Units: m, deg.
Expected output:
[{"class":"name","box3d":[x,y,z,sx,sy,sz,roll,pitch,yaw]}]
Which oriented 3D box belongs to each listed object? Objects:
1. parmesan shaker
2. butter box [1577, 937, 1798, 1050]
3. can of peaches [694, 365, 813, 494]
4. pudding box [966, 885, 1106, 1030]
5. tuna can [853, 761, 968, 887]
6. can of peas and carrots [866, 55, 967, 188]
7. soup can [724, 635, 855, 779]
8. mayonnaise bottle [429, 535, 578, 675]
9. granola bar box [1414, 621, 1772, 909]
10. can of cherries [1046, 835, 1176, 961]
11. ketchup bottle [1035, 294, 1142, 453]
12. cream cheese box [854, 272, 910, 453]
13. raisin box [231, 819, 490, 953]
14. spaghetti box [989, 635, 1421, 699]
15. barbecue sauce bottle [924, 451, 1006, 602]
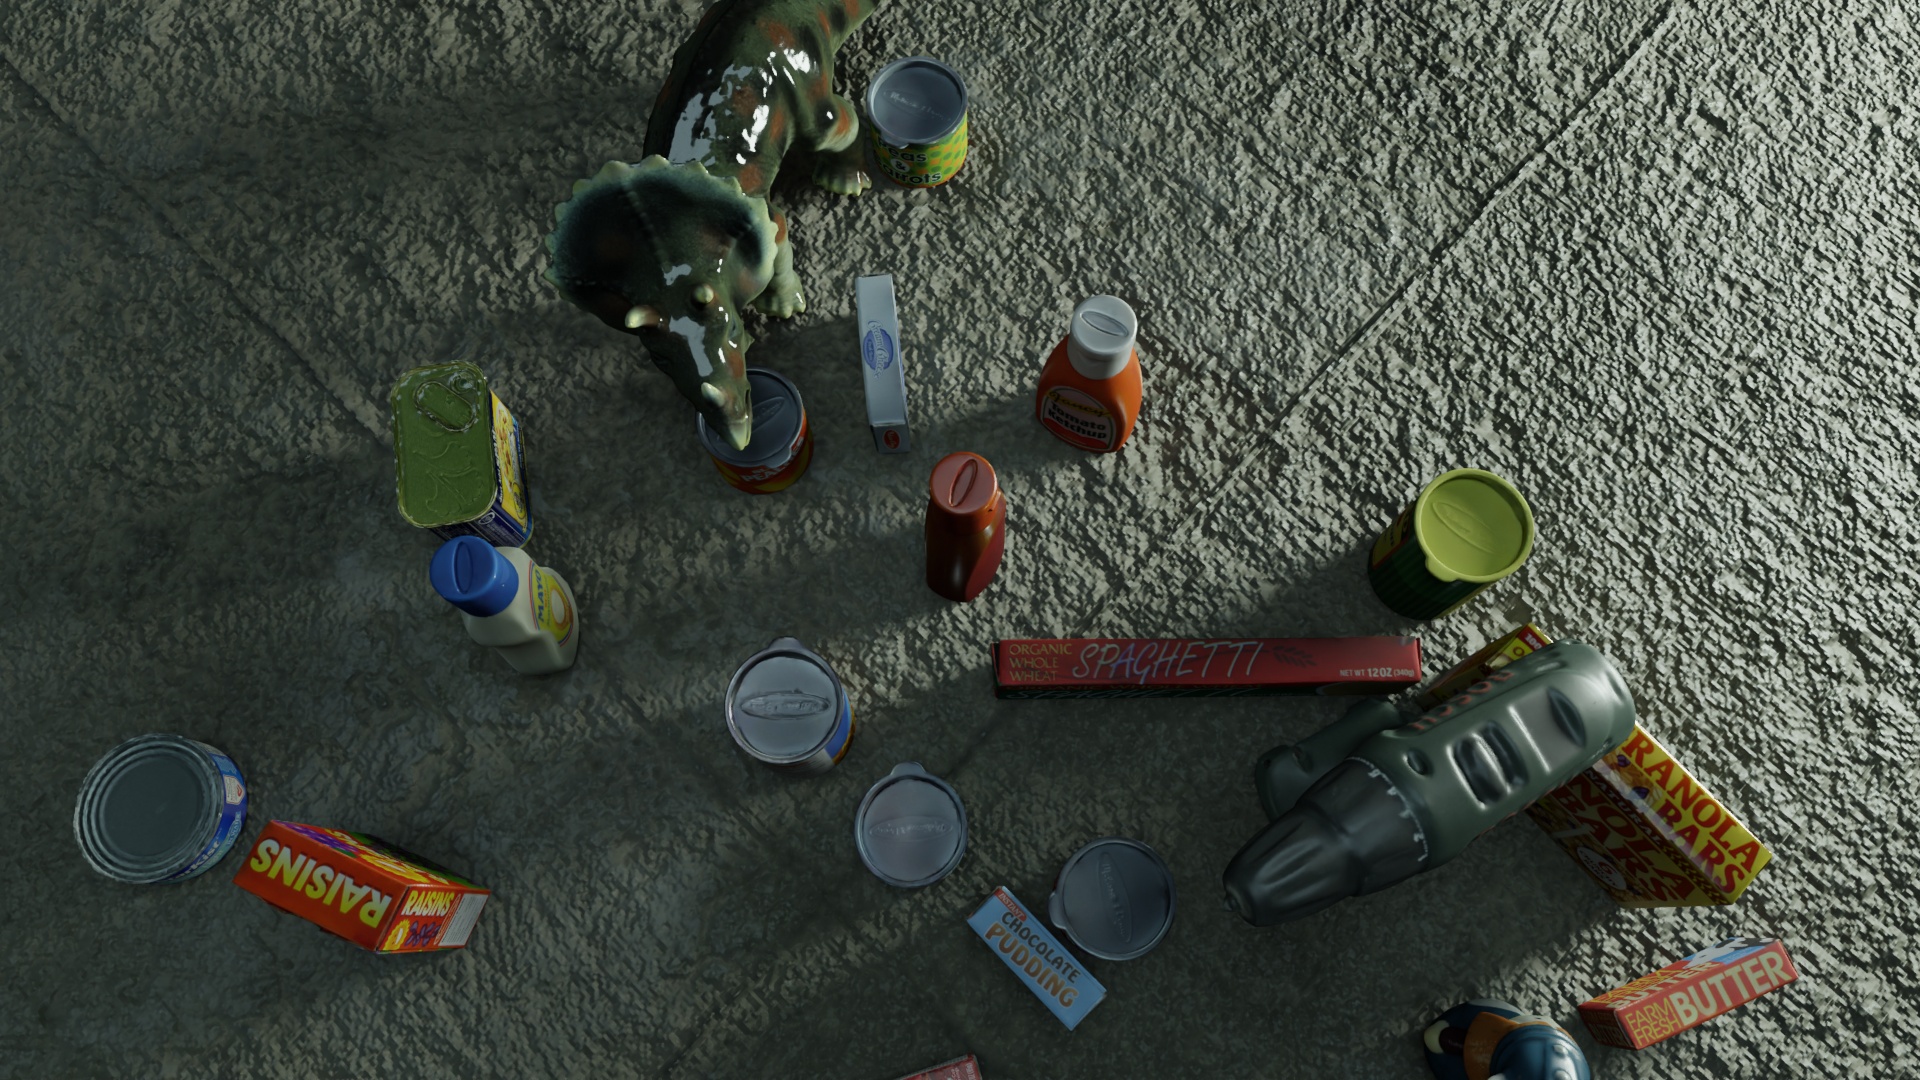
[{"class":"parmesan shaker","box3d":[0.283,0.007,0.817,0.071,0.103,0.071,0,74,1]},{"class":"butter box","box3d":[0.402,0.251,0.771,0.103,0.053,0.024,-21,75,-6]},{"class":"can of peaches","box3d":[-0.126,-0.066,0.866,0.071,0.058,0.071,0,74,0]},{"class":"pudding box","box3d":[0.042,0.233,0.780,0.030,0.049,0.084,-44,78,-11]},{"class":"tuna can","box3d":[-0.028,0.166,0.809,0.071,0.032,0.071,0,74,0]},{"class":"can of peas and carrots","box3d":[-0.029,-0.276,0.926,0.071,0.058,0.071,0,74,1]},{"class":"soup can","box3d":[-0.096,0.098,0.804,0.071,0.083,0.071,0,74,1]},{"class":"mayonnaise bottle","box3d":[-0.257,0.035,0.790,0.041,0.147,0.065,-9,74,-2]},{"class":"granola bar box","box3d":[0.344,0.128,0.771,0.039,0.124,0.166,-41,77,-10]},{"class":"can of cherries","box3d":[0.083,0.203,0.785,0.071,0.058,0.071,0,74,0]},{"class":"ketchup bottle","box3d":[0.079,-0.099,0.827,0.065,0.148,0.043,24,76,7]},{"class":"cream cheese box","box3d":[-0.049,-0.111,0.881,0.024,0.053,0.104,-6,74,-1]},{"class":"raisin box","box3d":[-0.322,0.190,0.758,0.086,0.123,0.040,23,76,7]},{"class":"spaghetti box","box3d":[0.143,0.076,0.826,0.250,0.050,0.029,-1,74,0]},{"class":"barbecue sauce bottle","box3d":[0.003,-0.010,0.801,0.044,0.148,0.065,23,76,7]}]
